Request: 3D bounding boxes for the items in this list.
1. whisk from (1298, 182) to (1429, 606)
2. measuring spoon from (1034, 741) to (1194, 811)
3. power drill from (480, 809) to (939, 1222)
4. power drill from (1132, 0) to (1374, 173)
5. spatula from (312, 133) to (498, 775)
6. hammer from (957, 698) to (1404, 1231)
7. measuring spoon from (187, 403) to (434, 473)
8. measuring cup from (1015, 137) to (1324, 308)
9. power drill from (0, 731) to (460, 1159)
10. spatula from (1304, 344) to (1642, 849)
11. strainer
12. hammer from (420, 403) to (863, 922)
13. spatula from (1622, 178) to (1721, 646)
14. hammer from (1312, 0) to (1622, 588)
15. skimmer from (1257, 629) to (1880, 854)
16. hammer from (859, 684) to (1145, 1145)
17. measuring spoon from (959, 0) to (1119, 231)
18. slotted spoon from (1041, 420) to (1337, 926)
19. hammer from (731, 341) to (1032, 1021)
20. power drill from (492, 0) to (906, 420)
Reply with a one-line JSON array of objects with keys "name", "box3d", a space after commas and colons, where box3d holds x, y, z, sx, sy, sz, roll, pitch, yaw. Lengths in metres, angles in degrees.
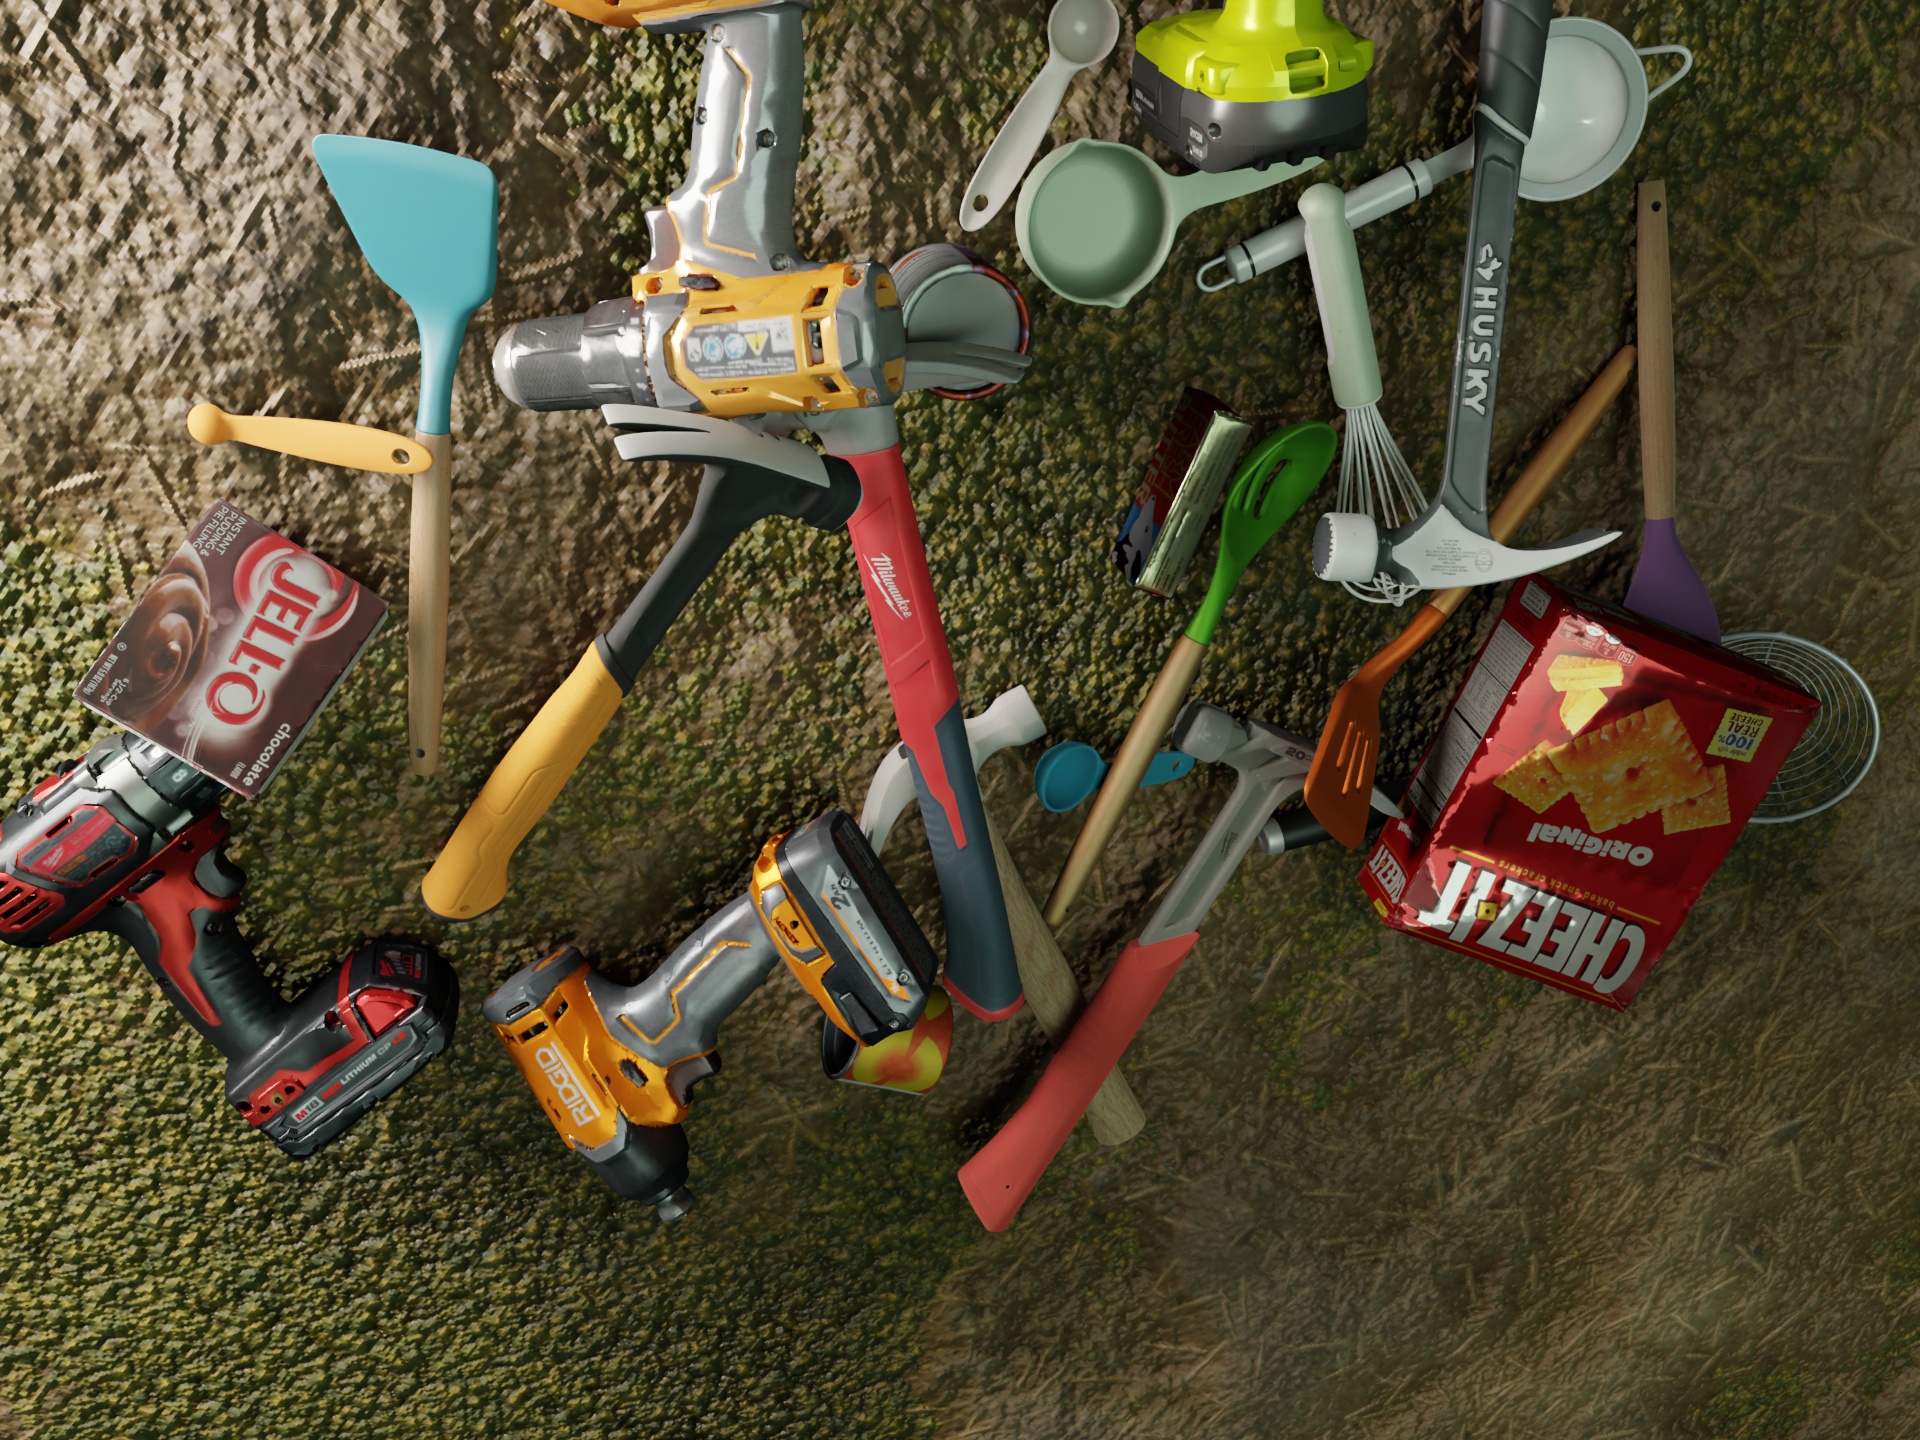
[{"name": "whisk", "box3d": [0.211, -0.163, 0.839, 0.059, 0.058, 0.246, -12, 124, 14]}, {"name": "measuring spoon", "box3d": [0.087, 0.026, 0.909, 0.128, 0.021, 0.042, -4, 119, -43]}, {"name": "power drill", "box3d": [-0.128, 0.167, 0.870, 0.226, 0.084, 0.164, -30, 95, 8]}, {"name": "power drill", "box3d": [0.120, -0.364, 0.673, 0.080, 0.171, 0.223, -12, 126, -9]}, {"name": "spatula", "box3d": [-0.258, -0.111, 0.756, 0.082, 0.044, 0.317, 11, 115, 3]}, {"name": "hammer", "box3d": [0.111, 0.163, 0.952, 0.149, 0.037, 0.359, 24, 107, -22]}, {"name": "measuring spoon", "box3d": [-0.301, -0.128, 0.734, 0.117, 0.011, 0.021, 9, 120, 2]}, {"name": "measuring cup", "box3d": [0.105, -0.262, 0.783, 0.167, 0.038, 0.083, -22, 119, -6]}, {"name": "power drill", "box3d": [-0.355, 0.092, 0.811, 0.188, 0.080, 0.226, -39, 114, -2]}, {"name": "spatula", "box3d": [0.286, -0.076, 0.883, 0.322, 0.041, 0.080, -53, 137, -2]}, {"name": "strainer", "box3d": [0.238, -0.280, 0.808, 0.258, 0.050, 0.086, -25, 111, 4]}, {"name": "hammer", "box3d": [-0.186, -0.011, 0.770, 0.127, 0.034, 0.336, 8, 133, -44]}, {"name": "spatula", "box3d": [0.396, -0.140, 0.896, 0.060, 0.018, 0.315, -9, 106, 1]}, {"name": "hammer", "box3d": [0.265, -0.266, 0.769, 0.149, 0.036, 0.409, 3, 100, -4]}, {"name": "skimmer", "box3d": [0.363, 0.036, 0.961, 0.363, 0.090, 0.127, -14, 109, -7]}, {"name": "hammer", "box3d": [0.040, 0.139, 0.961, 0.130, 0.031, 0.331, -26, 119, -2]}, {"name": "measuring spoon", "box3d": [0.033, -0.292, 0.765, 0.034, 0.018, 0.124, 24, 114, -24]}, {"name": "slotted spoon", "box3d": [0.115, -0.022, 0.865, 0.070, 0.031, 0.313, 6, 115, -51]}, {"name": "hammer", "box3d": [-0.001, -0.003, 0.821, 0.143, 0.038, 0.386, -3, 120, 19]}, {"name": "power drill", "box3d": [-0.126, -0.239, 0.681, 0.185, 0.084, 0.226, -2, 106, 13]}]
